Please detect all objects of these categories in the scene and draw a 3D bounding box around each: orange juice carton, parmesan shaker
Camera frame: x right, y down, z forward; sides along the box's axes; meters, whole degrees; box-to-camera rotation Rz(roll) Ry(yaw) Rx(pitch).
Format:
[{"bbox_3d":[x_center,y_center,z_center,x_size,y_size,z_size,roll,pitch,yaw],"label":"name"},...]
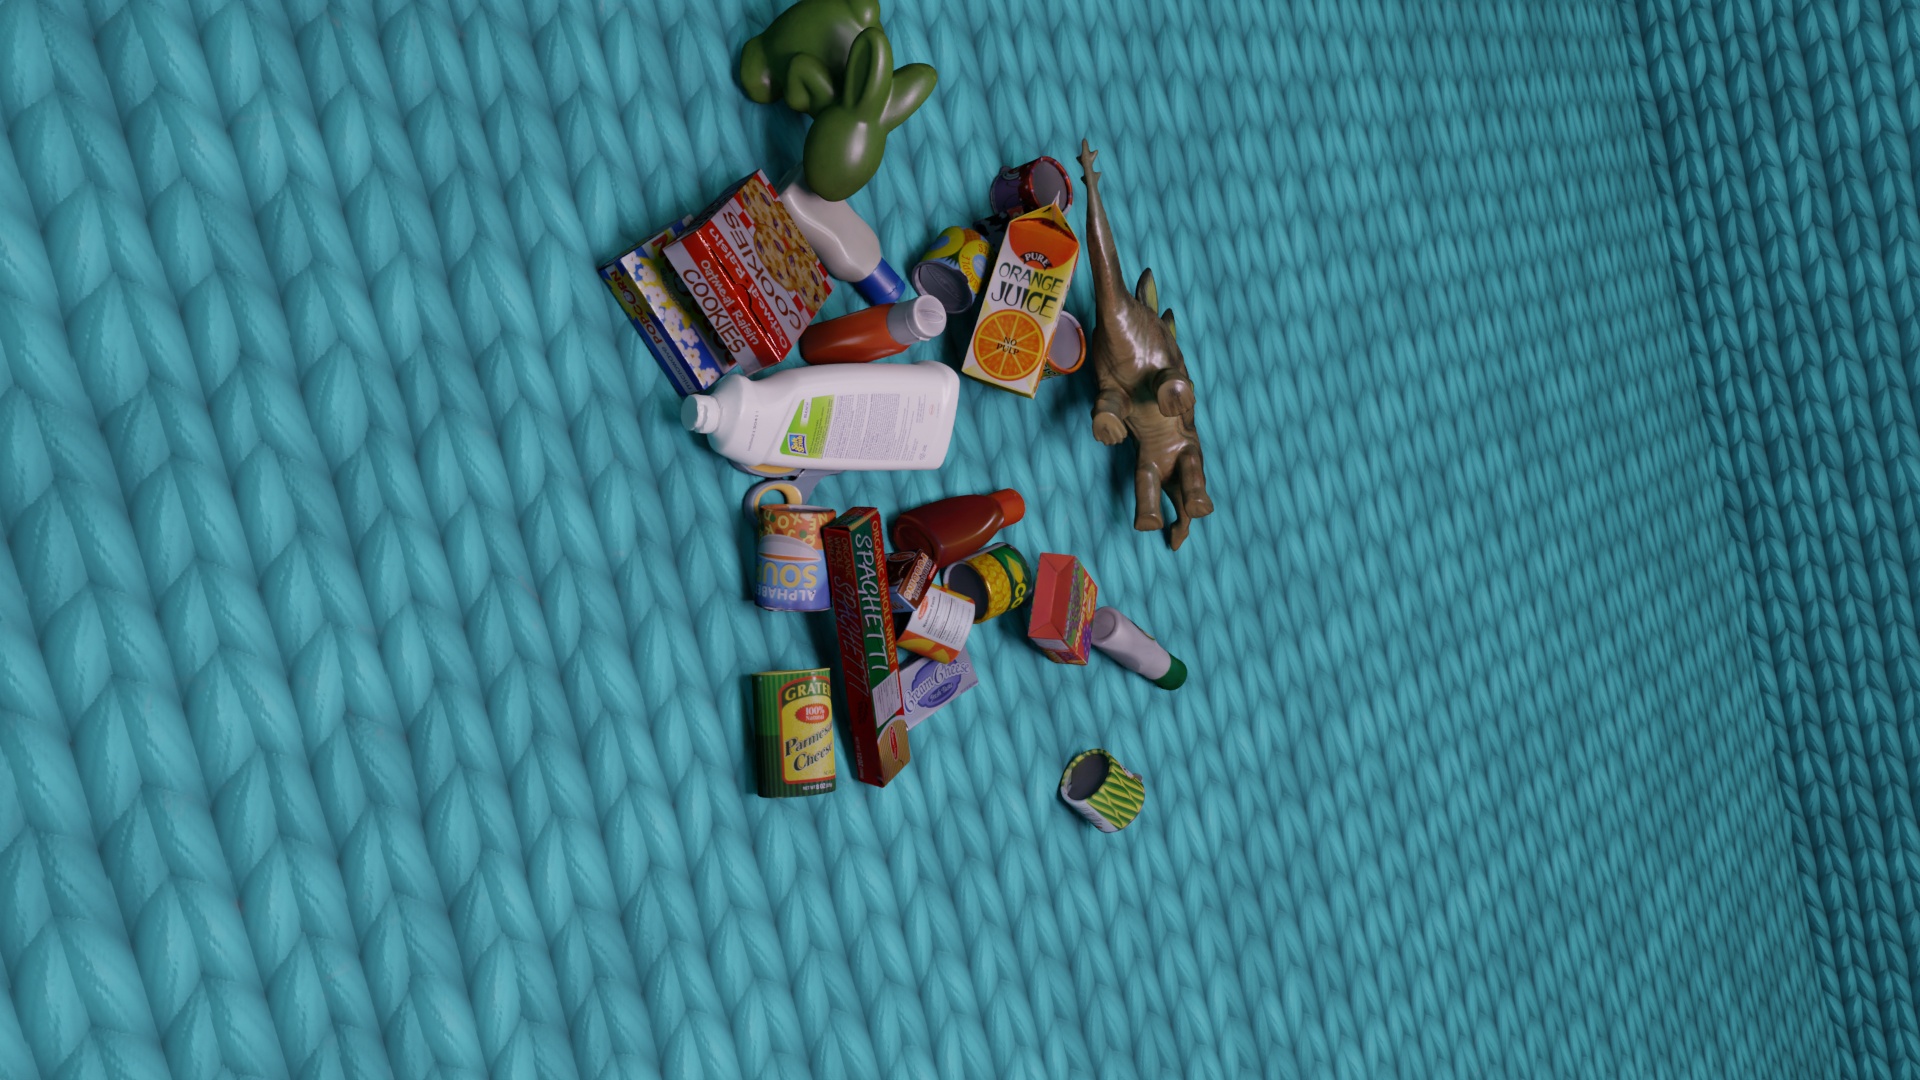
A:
[{"bbox_3d":[0.066,-0.240,1.348,0.073,0.072,0.192,18,93,4],"label":"orange juice carton"},{"bbox_3d":[-0.137,0.160,1.166,0.071,0.071,0.103,-1,84,-42],"label":"parmesan shaker"}]

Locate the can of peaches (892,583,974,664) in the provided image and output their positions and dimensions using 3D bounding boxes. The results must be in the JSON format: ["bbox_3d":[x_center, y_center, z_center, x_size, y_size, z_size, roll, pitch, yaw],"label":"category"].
[{"bbox_3d":[-0.027,0.073,1.264,0.058,0.071,0.071,23,68,-16],"label":"can of peaches"}]

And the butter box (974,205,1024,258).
[{"bbox_3d":[0.055,-0.284,1.415,0.024,0.053,0.103,-29,103,-39],"label":"butter box"}]

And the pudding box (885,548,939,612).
[{"bbox_3d":[-0.064,0.038,1.238,0.030,0.083,0.050,46,56,-29],"label":"pudding box"}]

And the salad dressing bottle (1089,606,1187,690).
[{"bbox_3d":[0.189,0.118,1.475,0.147,0.064,0.044,35,81,-43],"label":"salad dressing bottle"}]

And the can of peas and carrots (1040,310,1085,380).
[{"bbox_3d":[0.087,-0.196,1.426,0.071,0.058,0.071,7,79,-41],"label":"can of peas and carrots"}]

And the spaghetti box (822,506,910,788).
[{"bbox_3d":[-0.079,0.093,1.199,0.050,0.028,0.249,-38,128,-53],"label":"spaghetti box"}]

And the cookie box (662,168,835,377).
[{"bbox_3d":[-0.172,-0.227,1.163,0.122,0.040,0.168,57,25,-21],"label":"cookie box"}]

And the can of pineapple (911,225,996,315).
[{"bbox_3d":[-0.004,-0.262,1.347,0.071,0.071,0.058,48,55,-26],"label":"can of pineapple"}]

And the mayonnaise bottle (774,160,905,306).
[{"bbox_3d":[-0.110,-0.275,1.273,0.147,0.041,0.065,46,49,-29],"label":"mayonnaise bottle"}]

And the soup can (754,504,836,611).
[{"bbox_3d":[-0.140,0.014,1.171,0.071,0.071,0.083,-3,99,-42],"label":"soup can"}]

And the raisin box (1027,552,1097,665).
[{"bbox_3d":[0.103,0.070,1.377,0.123,0.040,0.086,47,49,-67],"label":"raisin box"}]

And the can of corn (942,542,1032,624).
[{"bbox_3d":[0.027,0.043,1.330,0.058,0.071,0.071,-21,98,-41],"label":"can of corn"}]

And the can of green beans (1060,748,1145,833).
[{"bbox_3d":[0.144,0.253,1.406,0.057,0.071,0.071,44,57,-28],"label":"can of green beans"}]

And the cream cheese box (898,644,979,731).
[{"bbox_3d":[-0.030,0.131,1.295,0.104,0.024,0.053,-30,103,-41],"label":"cream cheese box"}]

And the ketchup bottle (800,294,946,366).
[{"bbox_3d":[-0.074,-0.182,1.218,0.065,0.148,0.043,2,84,-42],"label":"ketchup bottle"}]

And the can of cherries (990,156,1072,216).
[{"bbox_3d":[0.074,-0.361,1.439,0.071,0.058,0.071,7,80,-42],"label":"can of cherries"}]

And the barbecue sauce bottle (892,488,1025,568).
[{"bbox_3d":[0.005,-0.017,1.328,0.149,0.065,0.043,-22,140,-48],"label":"barbecue sauce bottle"}]

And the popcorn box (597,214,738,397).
[{"bbox_3d":[-0.228,-0.195,1.155,0.085,0.038,0.126,-46,114,-36],"label":"popcorn box"}]
